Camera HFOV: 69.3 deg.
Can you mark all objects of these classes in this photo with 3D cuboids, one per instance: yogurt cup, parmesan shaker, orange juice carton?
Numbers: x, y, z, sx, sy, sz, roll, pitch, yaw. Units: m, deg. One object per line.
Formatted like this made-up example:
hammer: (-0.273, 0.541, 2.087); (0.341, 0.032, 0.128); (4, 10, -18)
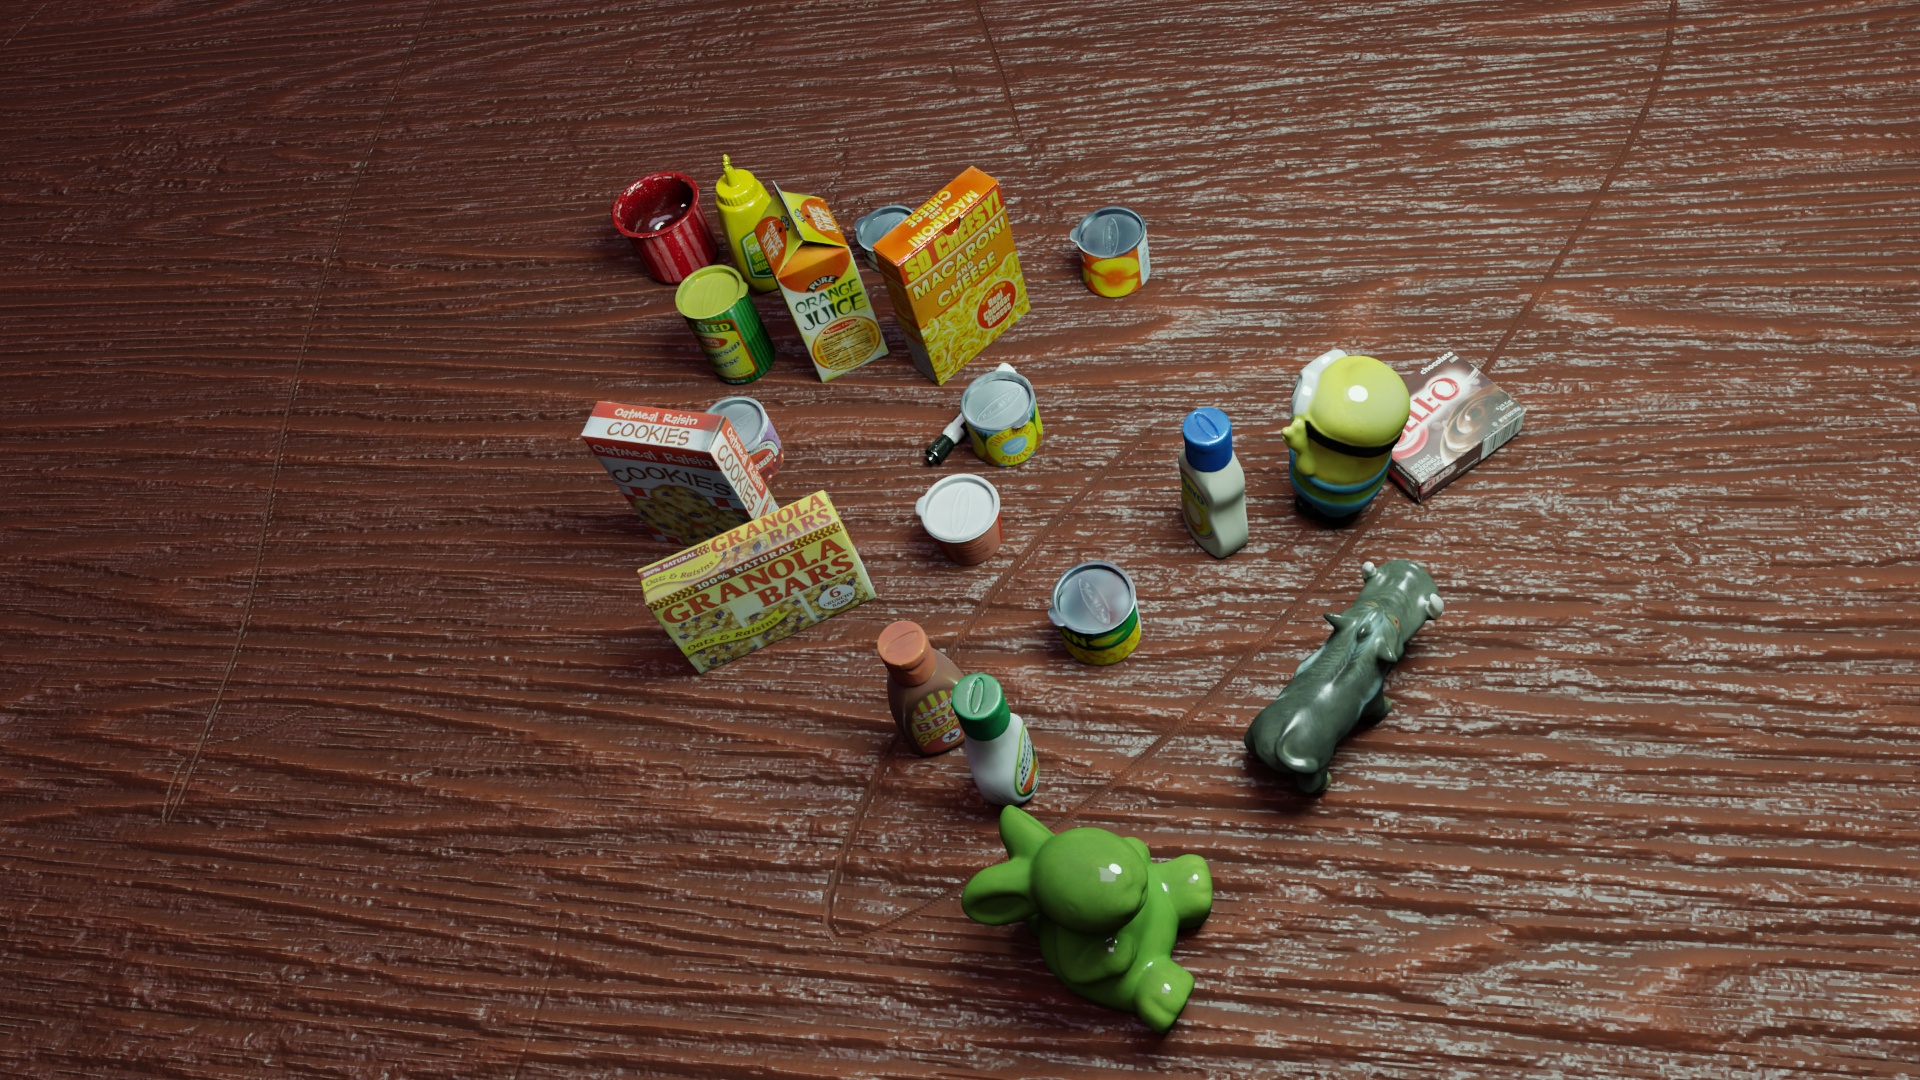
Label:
yogurt cup: (0.004, -0.015, 1.186); (0.072, 0.053, 0.073); (-6, 56, 10)
parmesan shaker: (-0.222, -0.205, 1.335); (0.071, 0.102, 0.071); (-6, 57, 10)
orange juice carton: (-0.132, -0.241, 1.283); (0.073, 0.191, 0.072); (-24, 55, -2)

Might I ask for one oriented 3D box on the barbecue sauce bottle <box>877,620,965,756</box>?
barbecue sauce bottle: (-0.028, 0.111, 1.054); (0.065, 0.148, 0.044); (-30, 56, -6)

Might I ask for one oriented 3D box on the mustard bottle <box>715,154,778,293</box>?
mustard bottle: (-0.208, -0.315, 1.369); (0.065, 0.159, 0.049); (-29, 56, -6)

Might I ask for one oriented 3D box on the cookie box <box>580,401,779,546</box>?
cookie box: (-0.234, -0.052, 1.199); (0.123, 0.166, 0.040); (8, 60, 18)

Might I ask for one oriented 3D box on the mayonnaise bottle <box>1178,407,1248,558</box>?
mayonnaise bottle: (0.199, -0.048, 1.103); (0.041, 0.147, 0.065); (-30, 56, -6)

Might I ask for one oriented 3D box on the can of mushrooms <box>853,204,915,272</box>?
can of mushrooms: (-0.072, -0.306, 1.407); (0.071, 0.033, 0.071); (-6, 56, 10)

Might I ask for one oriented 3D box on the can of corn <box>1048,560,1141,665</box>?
can of corn: (0.107, 0.060, 1.109); (0.071, 0.058, 0.071); (-6, 56, 10)

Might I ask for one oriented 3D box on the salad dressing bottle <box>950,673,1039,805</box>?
salad dressing bottle: (0.025, 0.146, 1.019); (0.044, 0.147, 0.064); (3, 59, 15)

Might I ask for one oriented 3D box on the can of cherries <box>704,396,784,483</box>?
can of cherries: (-0.201, -0.088, 1.281); (0.071, 0.058, 0.072); (-6, 56, 10)

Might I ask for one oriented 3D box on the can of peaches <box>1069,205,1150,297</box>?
can of peaches: (0.143, -0.273, 1.319); (0.071, 0.057, 0.071); (-6, 56, 10)

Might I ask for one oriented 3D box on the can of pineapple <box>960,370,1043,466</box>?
can of pineapple: (0.038, -0.106, 1.235); (0.071, 0.057, 0.071); (-6, 56, 10)

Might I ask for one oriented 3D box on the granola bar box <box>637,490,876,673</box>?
granola bar box: (-0.166, 0.036, 1.152); (0.166, 0.123, 0.039); (-24, 55, -2)

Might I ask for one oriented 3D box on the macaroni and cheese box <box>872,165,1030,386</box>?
macaroni and cheese box: (-0.004, -0.238, 1.265); (0.124, 0.165, 0.040); (-42, 58, -14)
